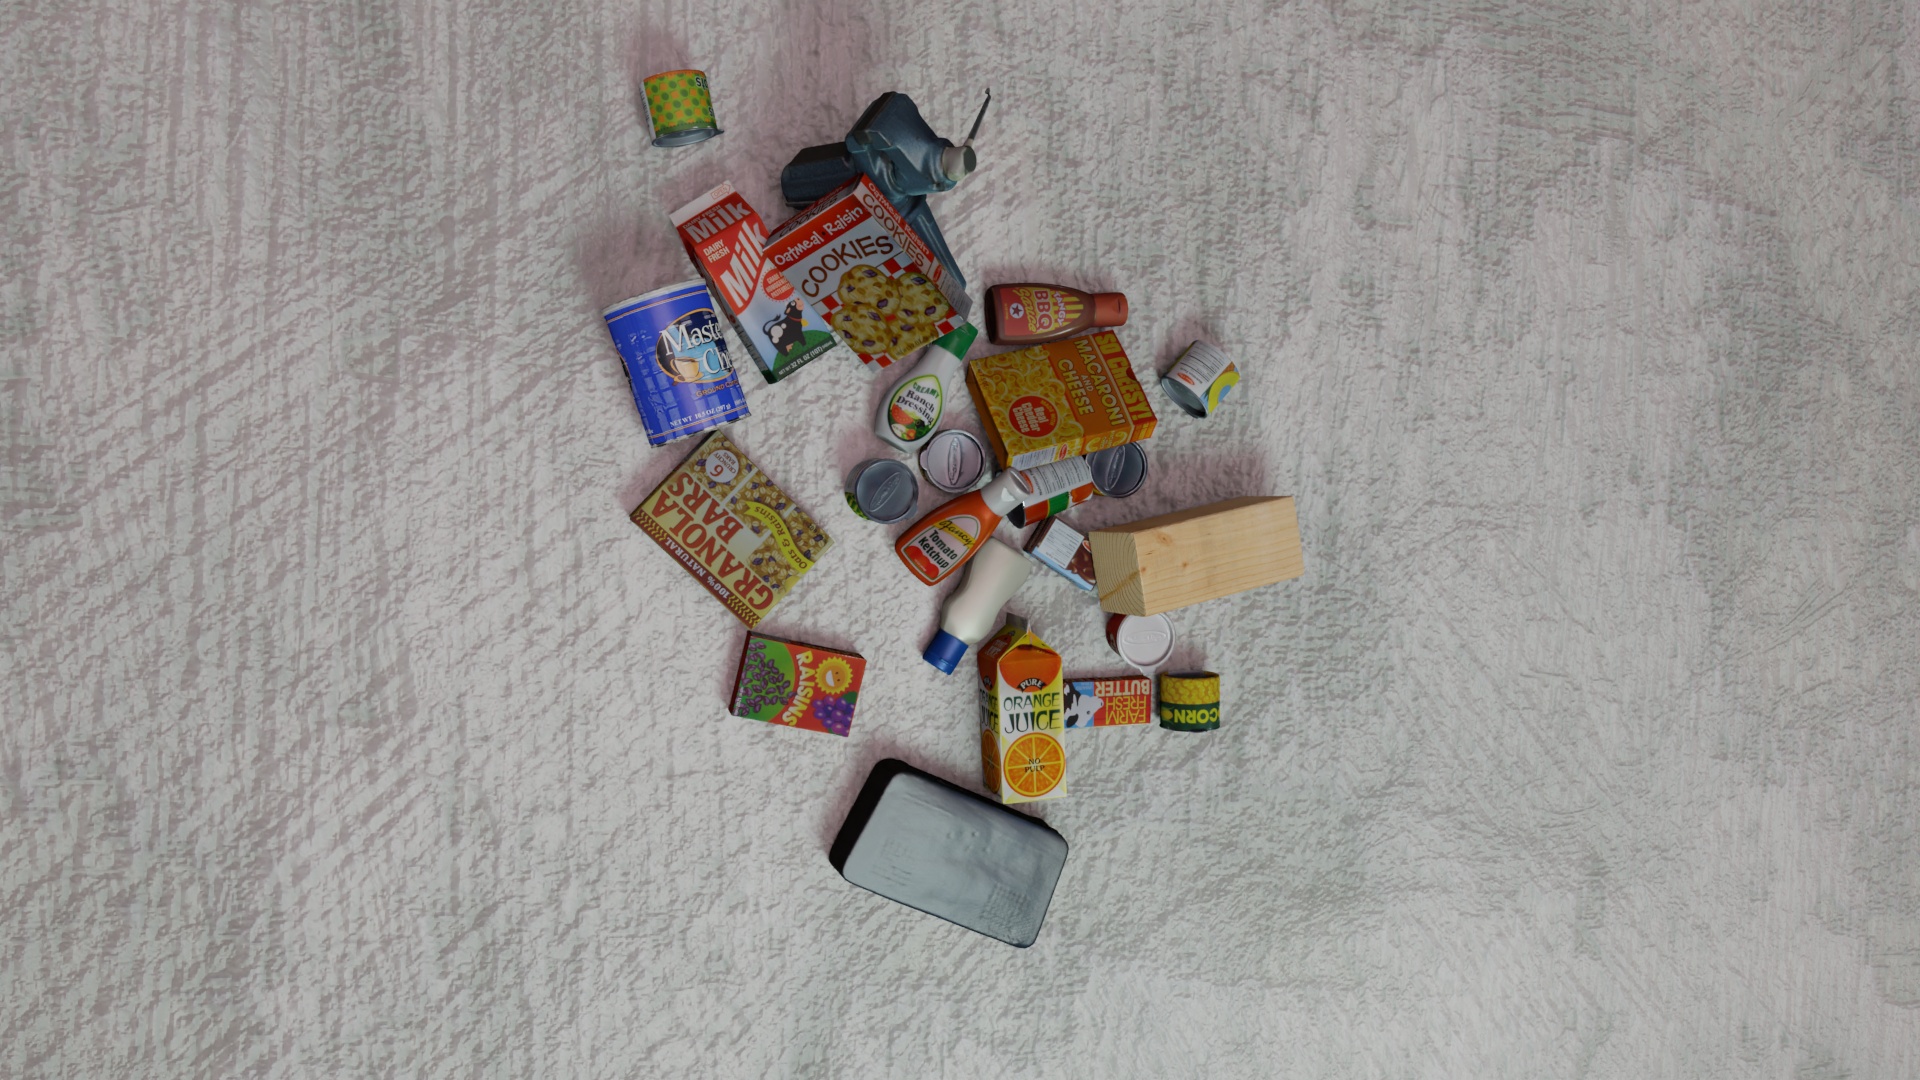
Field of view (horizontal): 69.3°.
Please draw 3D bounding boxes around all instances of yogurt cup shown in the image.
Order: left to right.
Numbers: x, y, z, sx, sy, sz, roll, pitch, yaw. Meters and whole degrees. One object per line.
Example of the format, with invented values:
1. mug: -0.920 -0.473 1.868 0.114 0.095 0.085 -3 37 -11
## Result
1. yogurt cup: 0.193 0.103 1.509 0.072 0.054 0.072 -1 94 -16

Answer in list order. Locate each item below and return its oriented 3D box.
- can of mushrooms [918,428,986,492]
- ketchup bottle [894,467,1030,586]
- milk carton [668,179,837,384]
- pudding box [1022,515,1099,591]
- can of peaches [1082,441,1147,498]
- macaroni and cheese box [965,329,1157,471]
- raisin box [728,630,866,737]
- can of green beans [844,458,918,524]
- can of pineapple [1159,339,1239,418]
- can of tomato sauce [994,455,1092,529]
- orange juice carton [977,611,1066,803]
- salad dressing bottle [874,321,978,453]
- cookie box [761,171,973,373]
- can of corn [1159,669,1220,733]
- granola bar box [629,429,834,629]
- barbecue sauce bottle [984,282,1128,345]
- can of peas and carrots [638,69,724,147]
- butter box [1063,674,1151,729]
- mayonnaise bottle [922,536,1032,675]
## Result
1. can of mushrooms: -0.011 -0.084 1.450 0.071 0.033 0.071 -1 95 -16
2. ketchup bottle: 0.005 -0.018 1.419 0.148 0.044 0.064 -38 103 21
3. milk carton: -0.205 -0.253 1.364 0.072 0.073 0.190 -34 101 -11
4. pudding box: 0.116 0.013 1.494 0.083 0.030 0.050 32 84 -15
5. can of peaches: 0.157 -0.080 1.485 0.071 0.058 0.071 -1 95 -15
6. macaroni and cheese box: 0.104 -0.146 1.445 0.167 0.040 0.124 -15 64 -14
7. raisin box: -0.166 0.147 1.419 0.123 0.040 0.086 13 89 -15
8. can of green beans: -0.081 -0.051 1.420 0.071 0.058 0.071 -1 94 -16
9. can of pineapple: 0.260 -0.174 1.506 0.071 0.071 0.058 44 82 -14
10. can of tomato sauce: 0.087 -0.057 1.462 0.083 0.071 0.071 -22 99 -17
11. orange juice carton: 0.064 0.173 1.468 0.073 0.072 0.192 -4 95 -16
12. salad dressing bottle: -0.034 -0.163 1.434 0.064 0.044 0.148 31 85 -13
13. cookie box: -0.088 -0.252 1.323 0.167 0.122 0.040 46 39 -27
14. can of corn: 0.252 0.175 1.521 0.071 0.071 0.058 -2 94 -16
15. granola bar box: -0.228 -0.011 1.391 0.165 0.039 0.124 45 82 -14
16. barbecue sauce bottle: 0.102 -0.241 1.467 0.149 0.043 0.065 -5 87 -16
17. can of peas and carrots: -0.269 -0.417 1.340 0.071 0.071 0.058 -14 97 -14
18. butter box: 0.157 0.177 1.519 0.104 0.024 0.053 -2 95 -15
19. mayonnaise bottle: 0.013 0.070 1.464 0.065 0.041 0.148 33 85 -14
